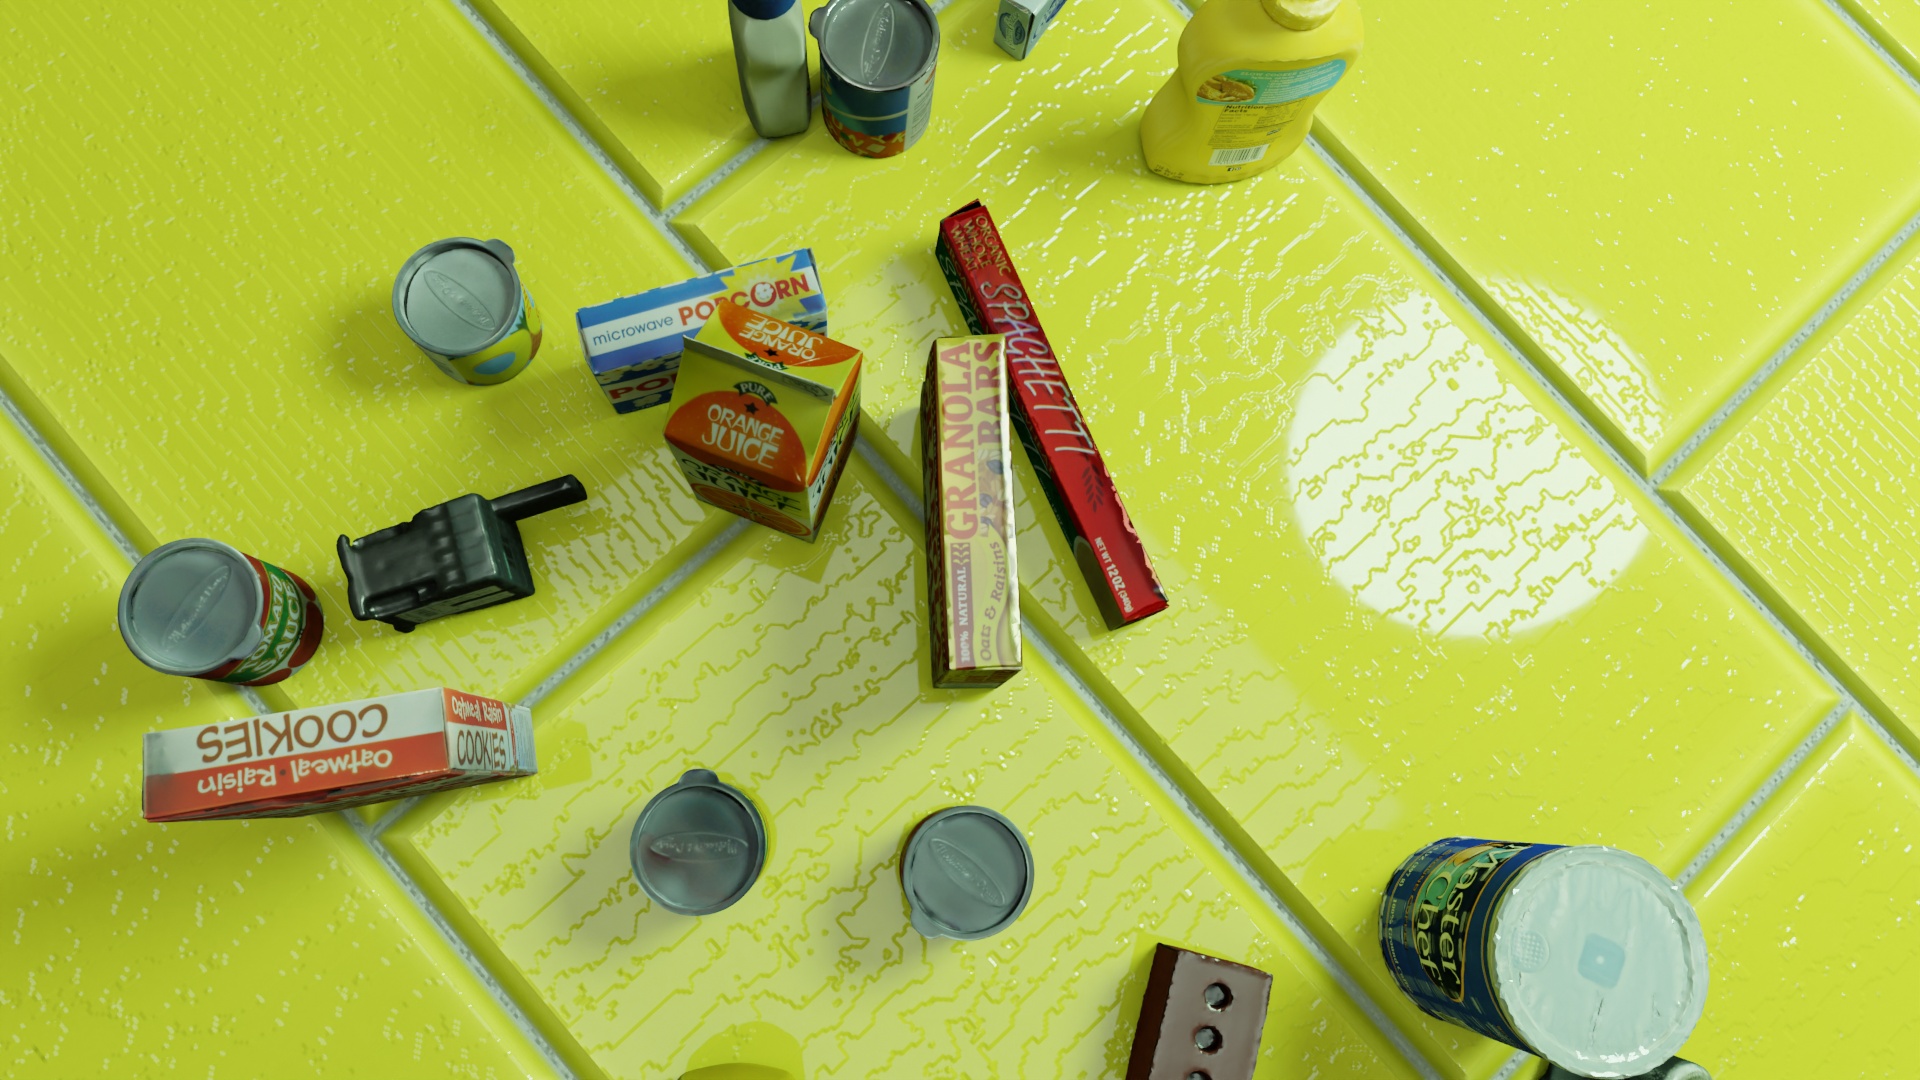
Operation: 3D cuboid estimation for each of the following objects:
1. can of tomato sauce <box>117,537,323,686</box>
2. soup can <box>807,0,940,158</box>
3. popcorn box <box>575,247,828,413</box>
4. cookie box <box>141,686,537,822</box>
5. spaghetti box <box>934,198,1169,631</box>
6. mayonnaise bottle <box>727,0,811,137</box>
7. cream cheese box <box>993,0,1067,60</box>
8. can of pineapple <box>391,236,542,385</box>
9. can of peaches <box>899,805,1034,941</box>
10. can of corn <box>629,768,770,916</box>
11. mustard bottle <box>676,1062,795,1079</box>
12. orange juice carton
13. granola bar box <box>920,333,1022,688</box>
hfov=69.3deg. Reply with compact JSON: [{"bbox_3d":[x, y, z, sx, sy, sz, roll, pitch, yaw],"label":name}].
[{"bbox_3d":[-0.368,0.039,0.701,0.071,0.083,0.071,1,79,-5],"label":"can of tomato sauce"},{"bbox_3d":[-0.050,-0.265,0.787,0.071,0.083,0.071,1,79,-5],"label":"soup can"},{"bbox_3d":[-0.135,-0.111,0.749,0.127,0.085,0.038,-17,81,-8],"label":"popcorn box"},{"bbox_3d":[-0.280,0.103,0.653,0.123,0.167,0.040,-9,81,-6],"label":"cookie box"},{"bbox_3d":[0.048,-0.069,0.774,0.029,0.050,0.250,-23,82,-8],"label":"spaghetti box"},{"bbox_3d":[-0.104,-0.278,0.752,0.041,0.148,0.065,-11,81,-7],"label":"mayonnaise bottle"},{"bbox_3d":[0.058,-0.341,0.826,0.024,0.053,0.104,34,78,2],"label":"cream cheese box"},{"bbox_3d":[-0.264,-0.124,0.754,0.071,0.057,0.071,1,79,-5],"label":"can of pineapple"},{"bbox_3d":[0.000,0.172,0.719,0.071,0.058,0.071,1,79,-5],"label":"can of peaches"},{"bbox_3d":[-0.131,0.153,0.712,0.071,0.058,0.071,1,79,-5],"label":"can of corn"},{"bbox_3d":[-0.107,0.277,0.638,0.065,0.160,0.049,1,80,-5],"label":"mustard bottle"},{"bbox_3d":[-0.094,-0.059,0.687,0.072,0.192,0.073,21,79,-1],"label":"orange juice carton"},{"bbox_3d":[0.003,-0.009,0.721,0.039,0.124,0.166,-2,79,-5],"label":"granola bar box"}]
